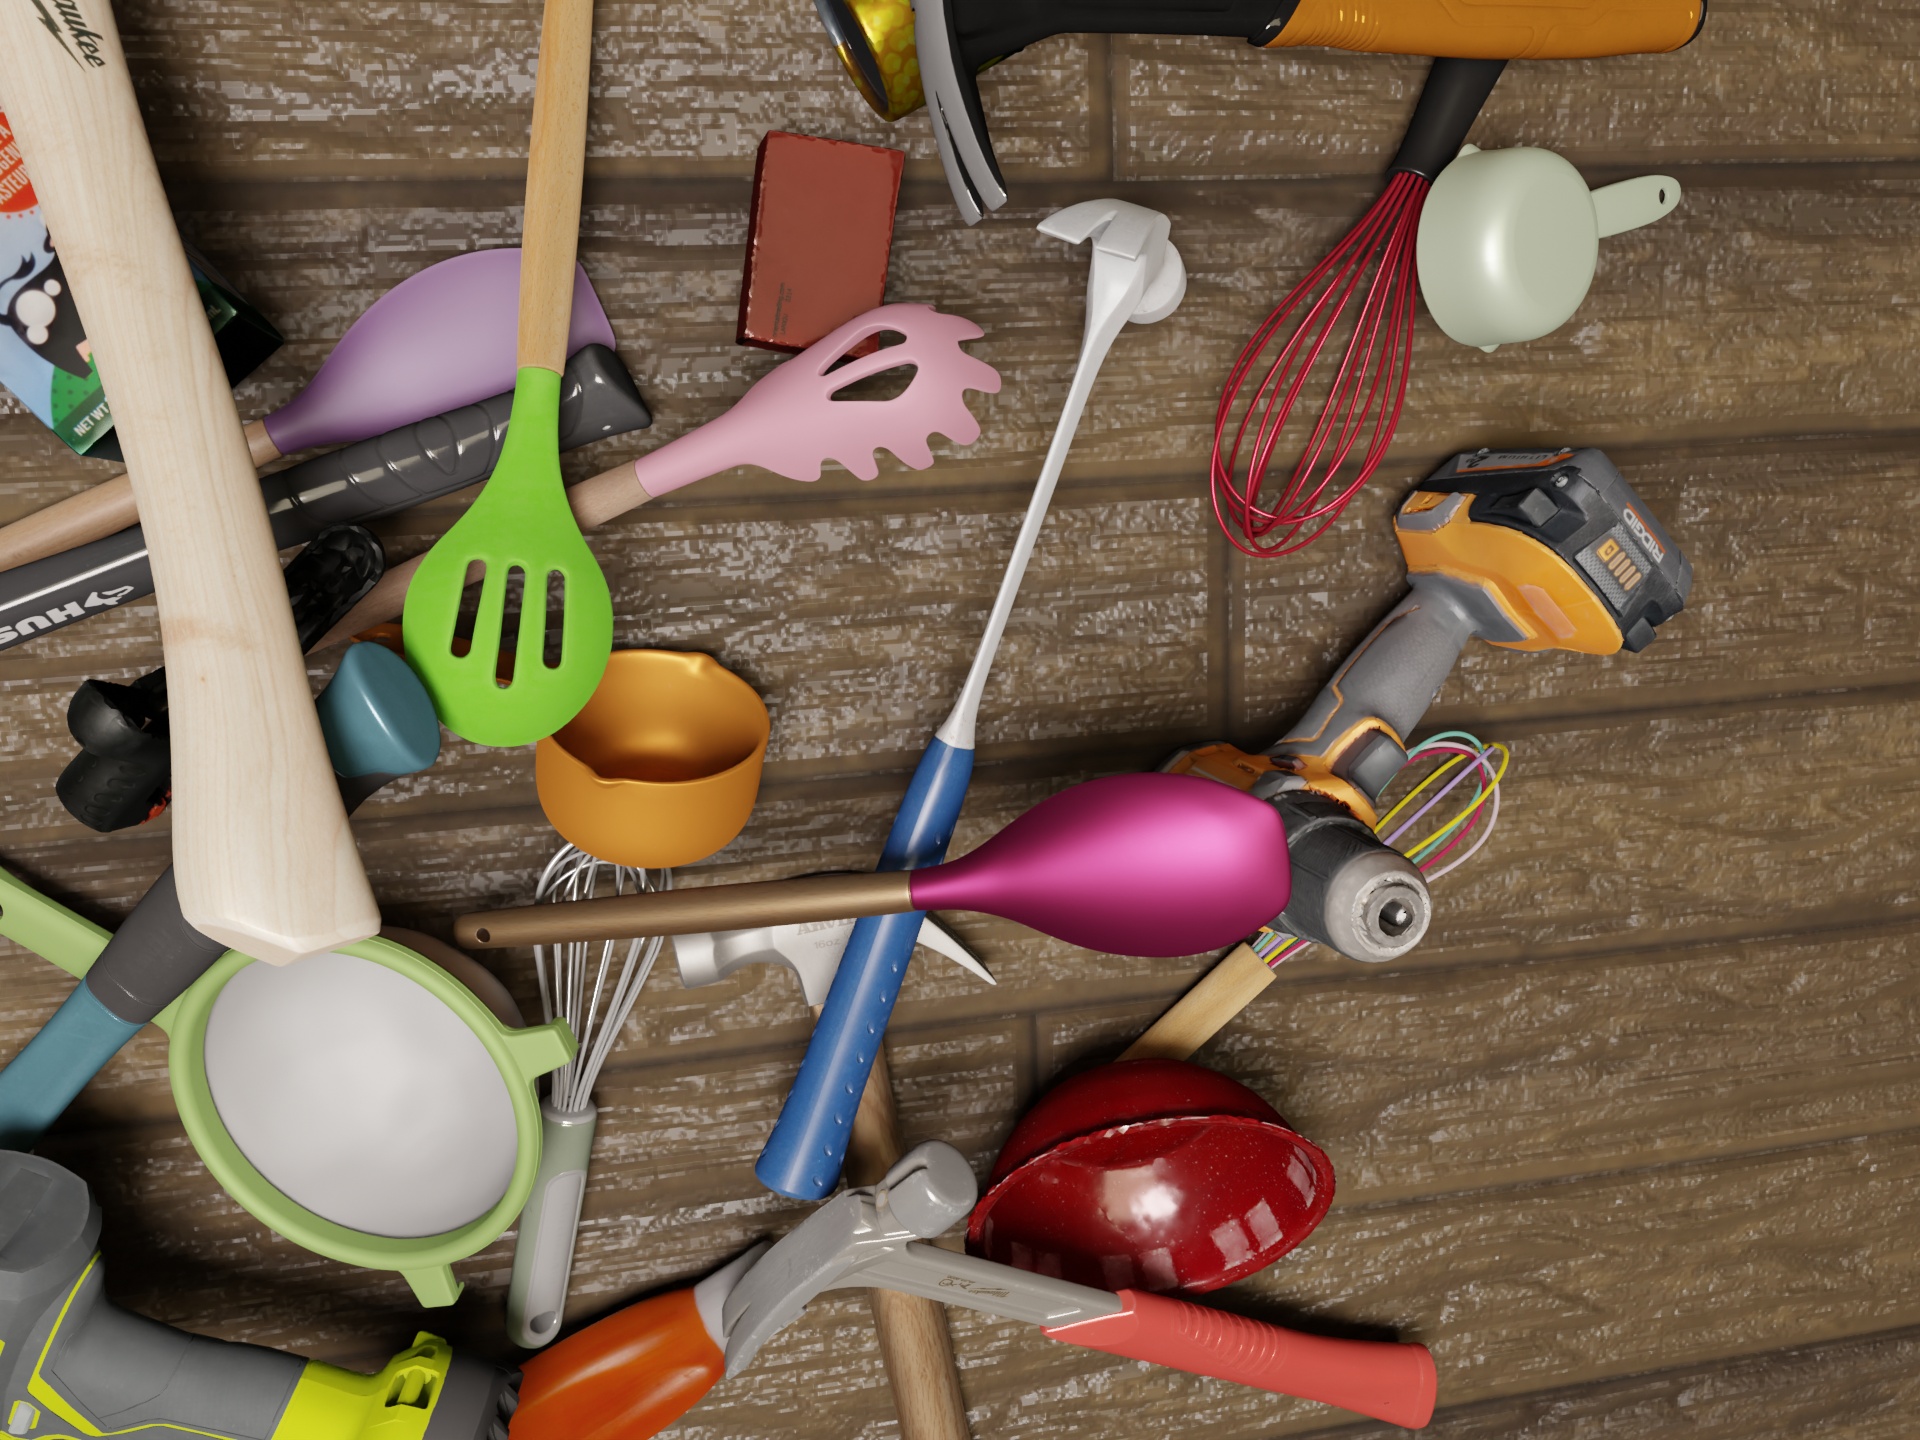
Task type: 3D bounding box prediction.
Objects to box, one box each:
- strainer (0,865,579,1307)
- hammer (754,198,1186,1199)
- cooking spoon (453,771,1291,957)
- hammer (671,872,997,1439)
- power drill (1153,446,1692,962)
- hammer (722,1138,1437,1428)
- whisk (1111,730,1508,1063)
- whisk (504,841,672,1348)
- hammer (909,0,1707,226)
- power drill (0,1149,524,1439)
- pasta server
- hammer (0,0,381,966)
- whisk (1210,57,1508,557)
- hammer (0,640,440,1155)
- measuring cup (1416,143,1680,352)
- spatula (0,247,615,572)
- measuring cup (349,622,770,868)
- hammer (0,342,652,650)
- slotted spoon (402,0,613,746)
[{"bbox_3d":[-0.271,0.111,0.629,0.256,0.069,0.151,29,113,1],"label":"strainer"},{"bbox_3d":[-0.001,-0.002,0.614,0.035,0.144,0.405,21,98,10],"label":"hammer"},{"bbox_3d":[-0.041,0.065,0.581,0.319,0.017,0.068,-7,102,14],"label":"cooking spoon"},{"bbox_3d":[-0.030,0.225,0.715,0.130,0.031,0.331,-13,105,-8],"label":"hammer"},{"bbox_3d":[0.182,-0.005,0.631,0.226,0.185,0.084,-45,106,-3],"label":"power drill"},{"bbox_3d":[0.078,0.275,0.708,0.358,0.037,0.149,25,124,-30],"label":"hammer"},{"bbox_3d":[0.152,0.093,0.716,0.245,0.047,0.051,-43,130,4],"label":"whisk"},{"bbox_3d":[-0.162,0.155,0.665,0.057,0.059,0.246,0,108,-40],"label":"whisk"},{"bbox_3d":[0.142,-0.258,0.590,0.336,0.034,0.127,-10,94,-21],"label":"hammer"},{"bbox_3d":[-0.304,0.277,0.603,0.228,0.080,0.190,26,114,-12],"label":"power drill"},{"bbox_3d":[-0.137,-0.077,0.590,0.316,0.040,0.060,-22,78,12],"label":"pasta server"},{"bbox_3d":[-0.243,-0.129,0.490,0.146,0.038,0.411,-15,84,-36],"label":"hammer"},{"bbox_3d":[0.178,-0.203,0.653,0.073,0.073,0.296,25,89,-16],"label":"whisk"},{"bbox_3d":[-0.292,0.091,0.570,0.128,0.033,0.331,45,112,-9],"label":"hammer"},{"bbox_3d":[0.256,-0.203,0.650,0.167,0.038,0.083,-23,110,-28],"label":"measuring cup"},{"bbox_3d":[-0.283,-0.098,0.596,0.316,0.018,0.059,-26,110,-6],"label":"spatula"},{"bbox_3d":[-0.161,0.005,0.624,0.173,0.095,0.052,16,124,8],"label":"measuring cup"},{"bbox_3d":[-0.269,-0.063,0.569,0.335,0.146,0.035,-24,75,-17],"label":"hammer"},{"bbox_3d":[-0.149,-0.148,0.562,0.070,0.031,0.314,5,82,-17],"label":"slotted spoon"}]
